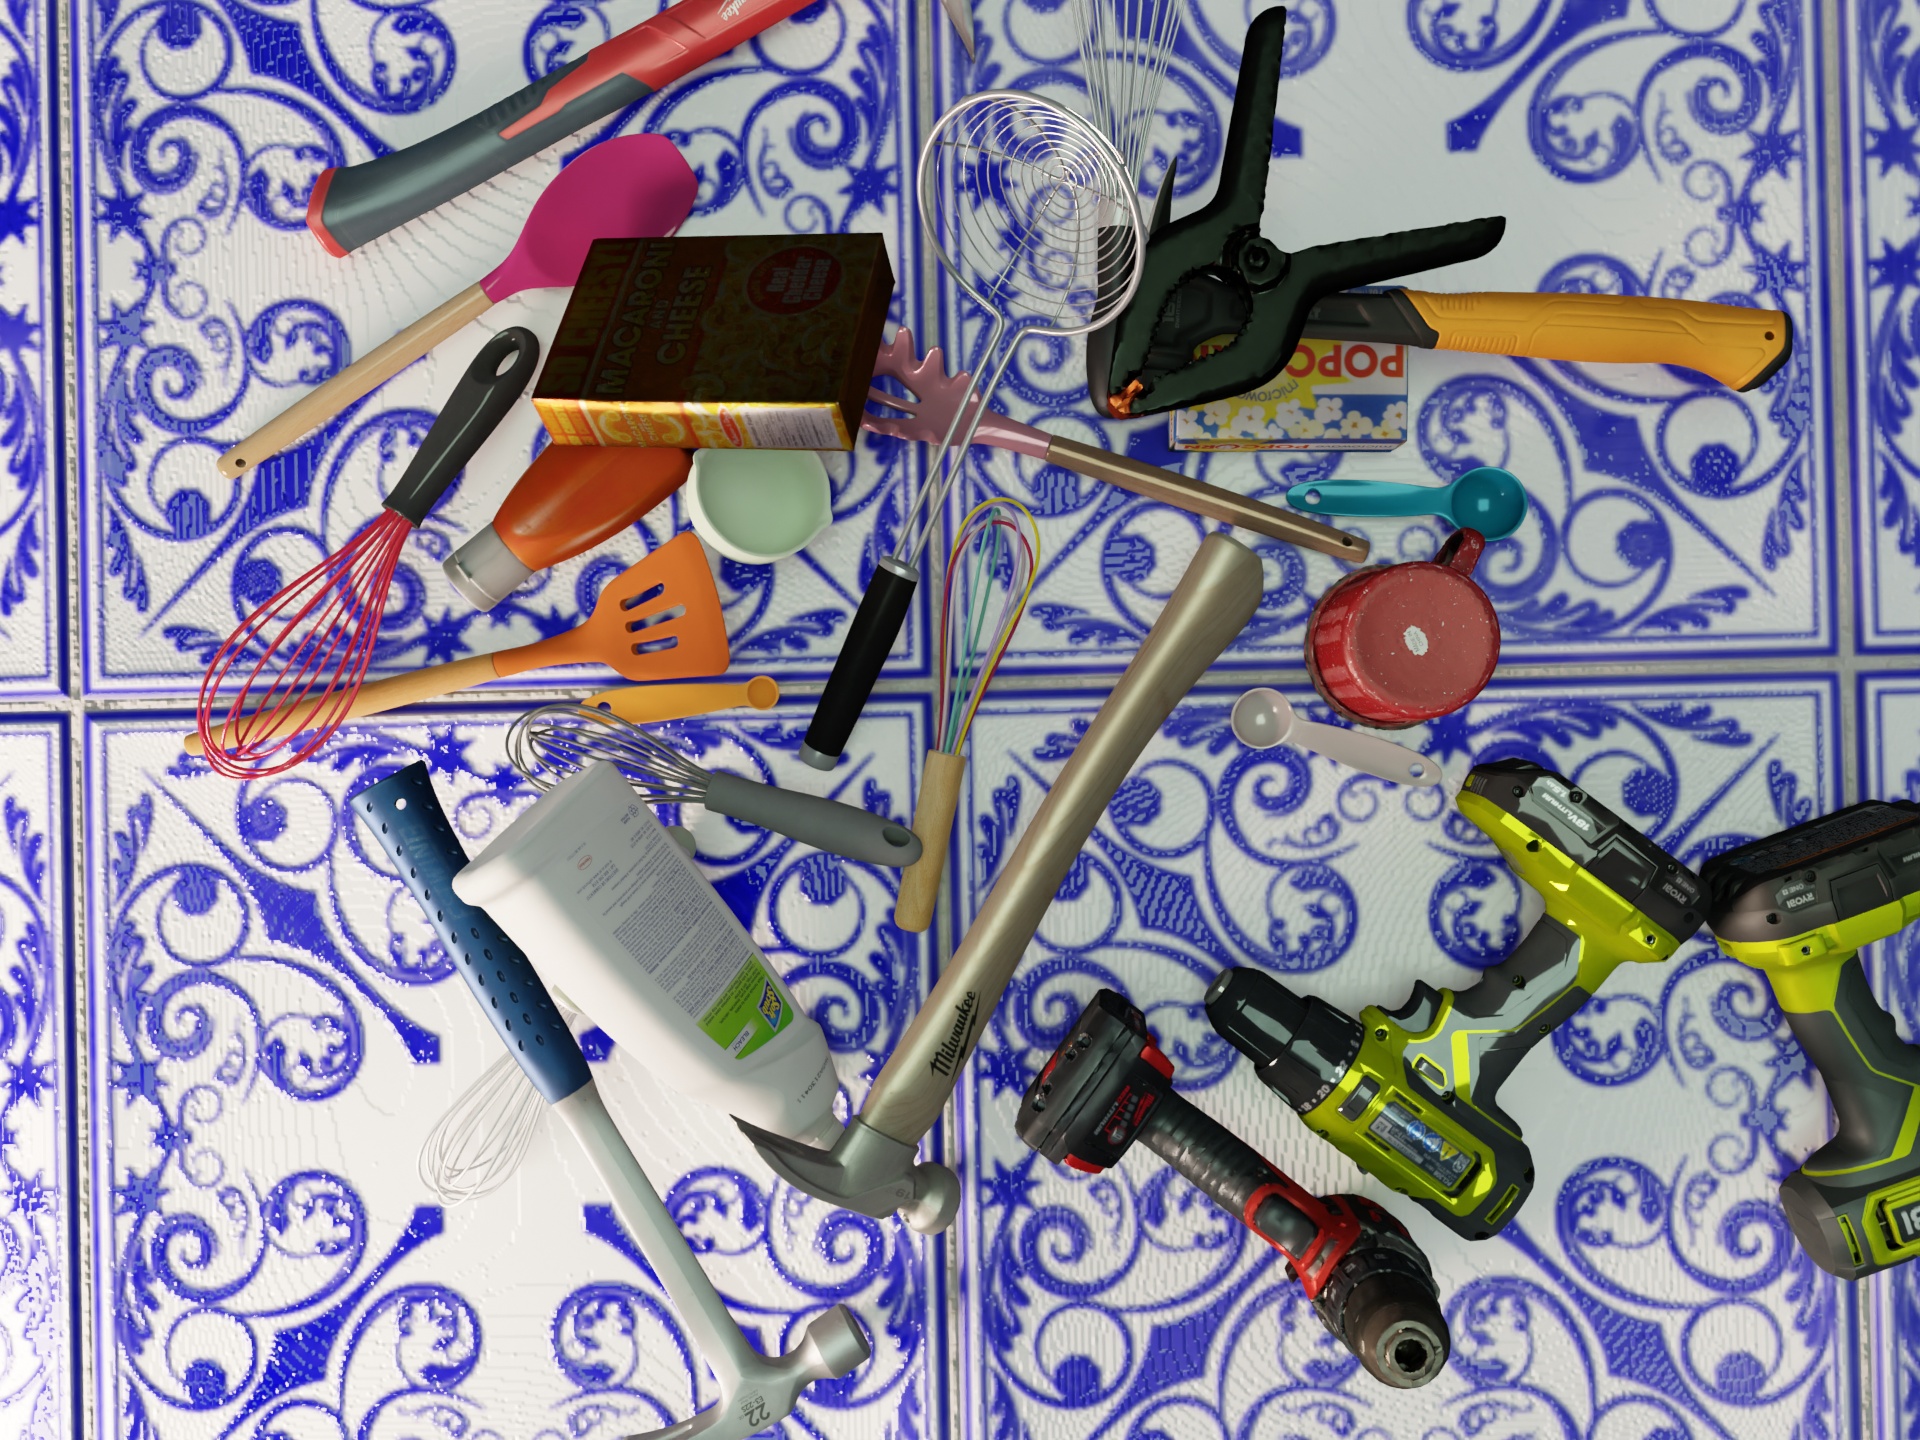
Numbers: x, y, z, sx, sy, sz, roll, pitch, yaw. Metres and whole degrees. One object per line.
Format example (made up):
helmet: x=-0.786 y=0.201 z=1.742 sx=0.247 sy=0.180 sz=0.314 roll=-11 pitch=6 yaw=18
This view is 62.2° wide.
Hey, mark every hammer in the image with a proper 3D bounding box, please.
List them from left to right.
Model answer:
hammer: x=-0.207 y=0.210 z=0.847 sx=0.144 sy=0.035 sz=0.405 roll=-30 pitch=96 yaw=-11
hammer: x=-0.182 y=-0.349 z=0.888 sx=0.386 sy=0.038 sz=0.143 roll=-28 pitch=90 yaw=2
hammer: x=0.036 y=0.075 z=0.847 sx=0.146 sy=0.038 sz=0.410 roll=33 pitch=86 yaw=-36
hammer: x=0.260 y=-0.216 z=0.830 sx=0.337 sy=0.034 sz=0.127 roll=5 pitch=89 yaw=2

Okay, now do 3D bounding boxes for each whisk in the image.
whisk: x=-0.319 y=-0.096 z=0.870 sx=0.073 sy=0.073 sz=0.296 roll=31 pitch=79 yaw=2
whisk: x=-0.222 y=0.163 z=0.885 sx=0.057 sy=0.059 sz=0.246 roll=35 pitch=87 yaw=-34
whisk: x=-0.135 y=0.040 z=0.870 sx=0.239 sy=0.055 sz=0.055 roll=16 pitch=90 yaw=6
whisk: x=0.000 y=-0.002 z=0.876 sx=0.047 sy=0.051 sz=0.245 roll=12 pitch=93 yaw=-3
whisk: x=0.089 y=-0.309 z=0.869 sx=0.070 sy=0.070 sz=0.284 roll=2 pitch=95 yaw=3

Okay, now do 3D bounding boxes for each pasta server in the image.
pasta server: x=0.075 y=-0.144 z=0.875 sx=0.316 sy=0.040 sz=0.060 roll=19 pitch=80 yaw=2

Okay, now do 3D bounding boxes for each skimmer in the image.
skimmer: x=-0.018 y=-0.132 z=0.814 sx=0.127 sy=0.090 sz=0.363 roll=29 pitch=105 yaw=14

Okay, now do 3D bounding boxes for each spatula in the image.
spatula: x=-0.285 y=-0.026 z=0.889 sx=0.322 sy=0.041 sz=0.081 roll=-15 pitch=89 yaw=3

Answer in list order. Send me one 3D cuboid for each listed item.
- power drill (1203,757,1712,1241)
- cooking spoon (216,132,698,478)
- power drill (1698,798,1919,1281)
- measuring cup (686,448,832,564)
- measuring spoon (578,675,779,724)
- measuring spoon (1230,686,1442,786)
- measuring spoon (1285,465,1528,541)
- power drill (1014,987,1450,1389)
power drill: x=0.261 y=0.135 z=0.846 sx=0.190 sy=0.080 sz=0.228 roll=37 pitch=94 yaw=2
cooking spoon: x=-0.287 y=-0.227 z=0.894 sx=0.319 sy=0.017 sz=0.068 roll=-32 pitch=132 yaw=5
power drill: x=0.498 y=0.162 z=0.837 sx=0.171 sy=0.080 sz=0.223 roll=-21 pitch=93 yaw=3
measuring cup: x=-0.100 y=-0.164 z=0.886 sx=0.083 sy=0.038 sz=0.168 roll=24 pitch=72 yaw=-20
measuring spoon: x=-0.159 y=-0.011 z=0.900 sx=0.117 sy=0.011 sz=0.021 roll=-6 pitch=89 yaw=6
measuring spoon: x=0.208 y=0.012 z=0.882 sx=0.124 sy=0.018 sz=0.034 roll=19 pitch=101 yaw=-4
measuring spoon: x=0.245 y=-0.120 z=0.881 sx=0.128 sy=0.021 sz=0.042 roll=4 pitch=83 yaw=12
power drill: x=0.141 y=0.238 z=0.798 sx=0.227 sy=0.188 sz=0.080 roll=35 pitch=91 yaw=6
